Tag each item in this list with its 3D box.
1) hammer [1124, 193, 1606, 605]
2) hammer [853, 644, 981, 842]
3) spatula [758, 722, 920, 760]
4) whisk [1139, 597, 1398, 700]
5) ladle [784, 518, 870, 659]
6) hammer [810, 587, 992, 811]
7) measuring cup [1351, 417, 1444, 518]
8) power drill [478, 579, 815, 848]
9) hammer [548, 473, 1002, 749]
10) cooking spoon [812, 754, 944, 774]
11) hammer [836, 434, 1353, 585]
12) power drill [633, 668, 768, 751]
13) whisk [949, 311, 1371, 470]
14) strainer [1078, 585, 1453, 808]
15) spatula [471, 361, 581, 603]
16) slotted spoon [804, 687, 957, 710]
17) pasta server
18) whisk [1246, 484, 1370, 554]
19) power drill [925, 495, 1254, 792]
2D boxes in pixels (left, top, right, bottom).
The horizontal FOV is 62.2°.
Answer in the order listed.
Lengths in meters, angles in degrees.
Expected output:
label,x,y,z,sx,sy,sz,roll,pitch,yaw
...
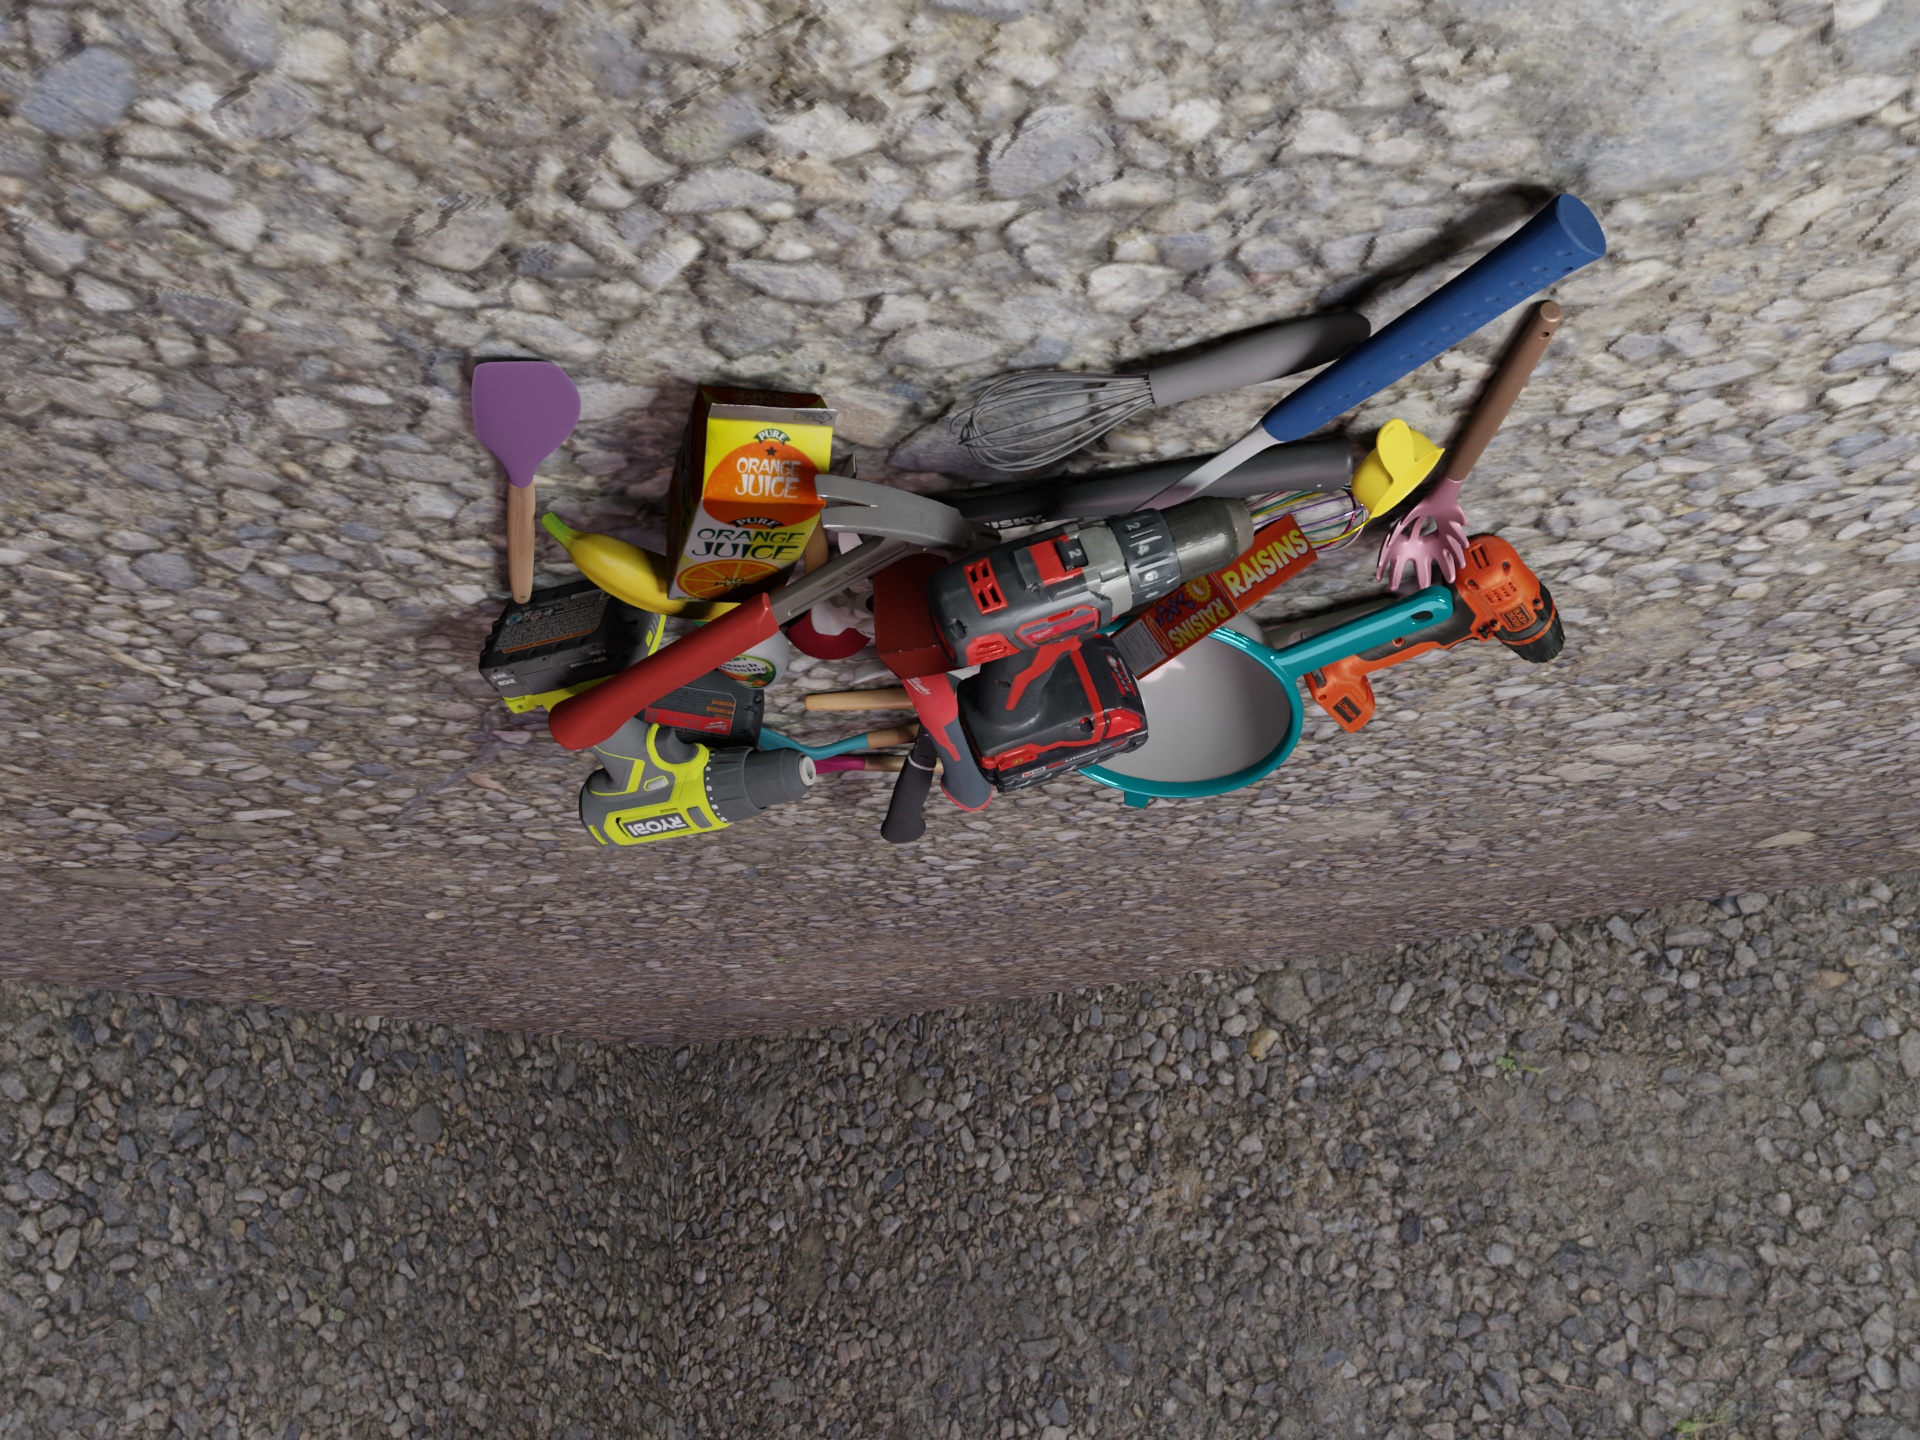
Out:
label,x,y,z,sx,sy,sz,roll,pitch,yaw
hammer,0.172,-0.158,0.891,0.144,0.035,0.405,3,156,-41
hammer,-0.037,0.029,1.435,0.149,0.036,0.408,2,155,-8
spatula,-0.062,0.004,1.474,0.317,0.044,0.082,-8,160,-2
whisk,0.241,-0.057,1.308,0.246,0.057,0.059,-16,-161,22
ladle,-0.099,-0.104,1.129,0.069,0.031,0.315,-1,160,-2
hammer,-0.002,-0.004,1.249,0.143,0.038,0.386,9,160,14
measuring cup,0.255,-0.163,0.952,0.062,0.029,0.156,-44,162,10
power drill,-0.232,0.002,1.191,0.190,0.080,0.228,-11,134,19
hammer,-0.150,-0.055,0.995,0.359,0.037,0.149,-24,160,36
cooking spoon,-0.072,0.043,1.596,0.318,0.017,0.068,2,162,-16
hammer,0.081,-0.145,1.022,0.335,0.035,0.146,-7,162,10
power drill,-0.220,0.020,1.383,0.143,0.079,0.219,10,165,-2
whisk,0.108,-0.188,0.886,0.239,0.055,0.055,-13,160,14
strainer,0.209,-0.057,1.202,0.340,0.095,0.210,-22,130,35
spatula,-0.272,-0.140,0.994,0.059,0.018,0.315,-4,162,-17
slotted spoon,0.019,-0.022,1.402,0.314,0.031,0.070,-3,159,2
pasta server,0.322,-0.163,1.007,0.060,0.040,0.316,1,161,1
whisk,0.171,-0.122,1.100,0.245,0.047,0.051,-12,162,33
power drill,0.077,-0.051,0.963,0.188,0.080,0.226,-19,157,-5
